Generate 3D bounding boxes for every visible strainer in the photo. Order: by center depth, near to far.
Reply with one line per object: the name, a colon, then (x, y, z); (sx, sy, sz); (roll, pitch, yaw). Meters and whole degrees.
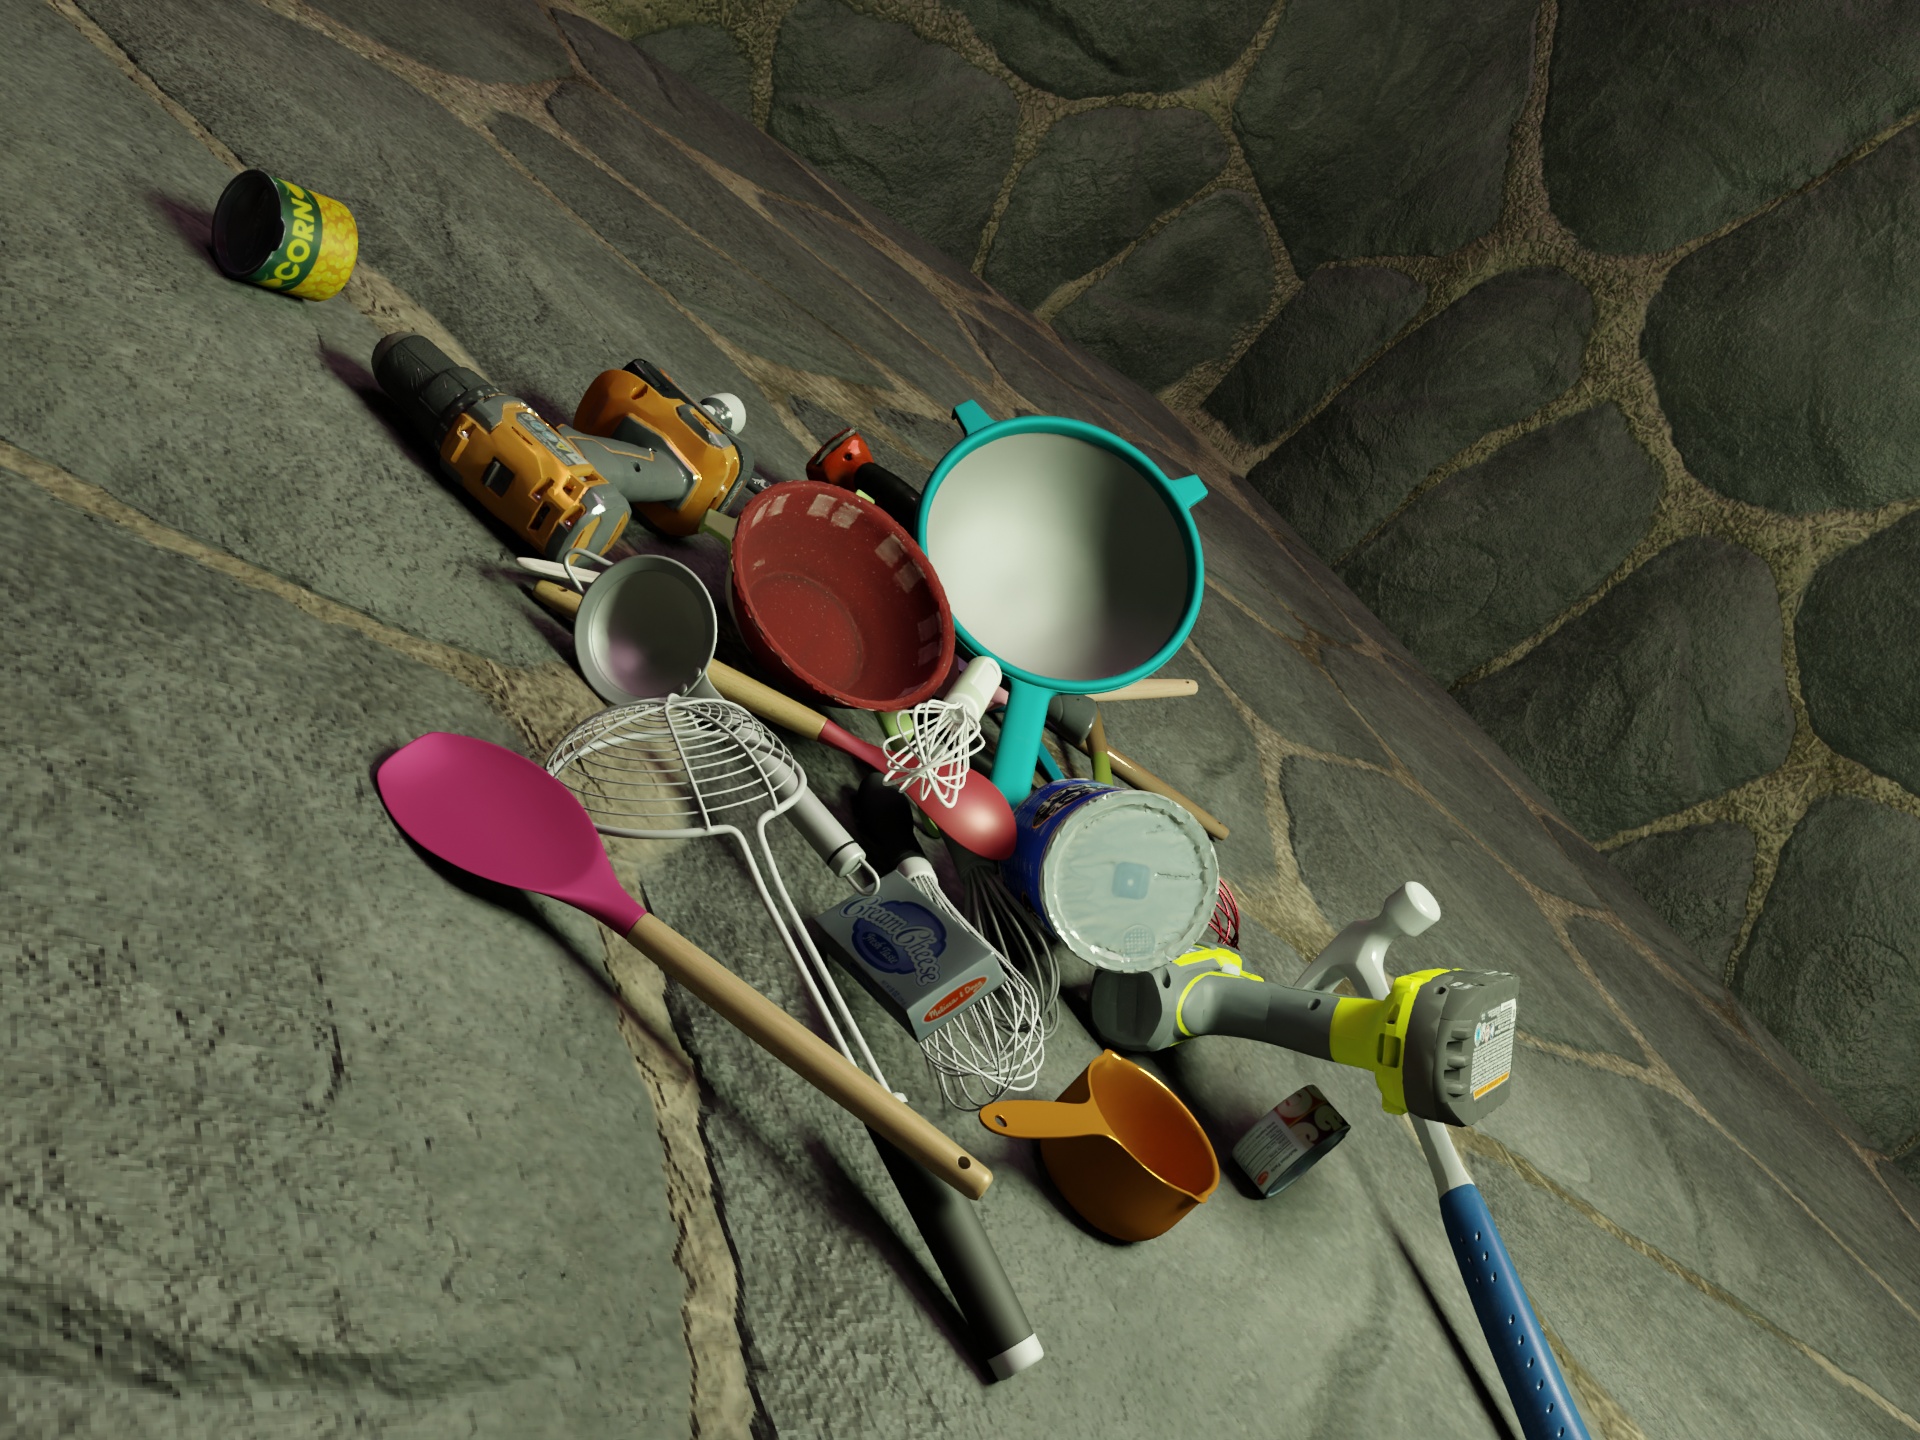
strainer: (-0.127, 0.000, 0.856); (0.259, 0.087, 0.050); (47, 11, 19)
strainer: (-0.079, -0.030, 1.057); (0.151, 0.069, 0.256); (-16, 76, -46)
strainer: (0.047, -0.046, 1.116); (0.211, 0.095, 0.341); (17, 69, -9)

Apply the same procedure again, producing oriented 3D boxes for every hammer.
hammer: (0.308, 0.294, 1.011); (0.035, 0.144, 0.406); (26, 33, -30)
hammer: (-0.067, -0.113, 1.192); (0.409, 0.036, 0.149); (37, 29, 8)

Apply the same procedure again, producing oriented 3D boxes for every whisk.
whisk: (-0.016, 0.106, 0.876); (0.070, 0.070, 0.285); (29, 18, -30)
whisk: (-0.001, -0.003, 0.929); (0.058, 0.059, 0.246); (60, 15, -8)
whisk: (0.007, 0.090, 0.938); (0.055, 0.055, 0.239); (24, 30, -38)
whisk: (0.075, 0.076, 1.113); (0.296, 0.073, 0.073); (36, 19, 5)

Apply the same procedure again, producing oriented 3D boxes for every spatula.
spatula: (0.106, 0.017, 1.347); (0.315, 0.018, 0.060); (33, 20, -17)

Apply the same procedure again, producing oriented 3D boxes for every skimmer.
skimmer: (-0.075, 0.134, 0.732); (0.127, 0.090, 0.363); (-16, 67, -39)

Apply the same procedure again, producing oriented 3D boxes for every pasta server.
pasta server: (0.083, -0.028, 1.265); (0.316, 0.040, 0.060); (-3, 44, -40)

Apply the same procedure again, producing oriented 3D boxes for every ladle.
ladle: (-0.103, -0.006, 0.919); (0.315, 0.031, 0.069); (27, 26, -2)
ladle: (0.116, 0.007, 1.293); (0.078, 0.062, 0.320); (22, 28, -16)

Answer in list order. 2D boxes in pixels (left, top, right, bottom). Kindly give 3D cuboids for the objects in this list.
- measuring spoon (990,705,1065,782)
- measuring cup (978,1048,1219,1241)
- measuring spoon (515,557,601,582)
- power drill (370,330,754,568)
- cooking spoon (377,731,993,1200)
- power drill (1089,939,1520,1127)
measuring spoon: (0.046, 0.014, 1.255); (0.129, 0.021, 0.042); (56, 24, 16)
measuring cup: (0.055, 0.213, 0.783); (0.173, 0.052, 0.095); (17, 30, -45)
measuring spoon: (-0.220, -0.078, 0.942); (0.034, 0.018, 0.124); (28, 9, 28)
power drill: (-0.256, -0.185, 1.034); (0.185, 0.084, 0.226); (41, 24, 7)
cooking spoon: (-0.119, 0.104, 0.681); (0.319, 0.017, 0.069); (35, 43, 9)
power drill: (0.213, 0.177, 0.966); (0.223, 0.080, 0.171); (6, 1, 33)
